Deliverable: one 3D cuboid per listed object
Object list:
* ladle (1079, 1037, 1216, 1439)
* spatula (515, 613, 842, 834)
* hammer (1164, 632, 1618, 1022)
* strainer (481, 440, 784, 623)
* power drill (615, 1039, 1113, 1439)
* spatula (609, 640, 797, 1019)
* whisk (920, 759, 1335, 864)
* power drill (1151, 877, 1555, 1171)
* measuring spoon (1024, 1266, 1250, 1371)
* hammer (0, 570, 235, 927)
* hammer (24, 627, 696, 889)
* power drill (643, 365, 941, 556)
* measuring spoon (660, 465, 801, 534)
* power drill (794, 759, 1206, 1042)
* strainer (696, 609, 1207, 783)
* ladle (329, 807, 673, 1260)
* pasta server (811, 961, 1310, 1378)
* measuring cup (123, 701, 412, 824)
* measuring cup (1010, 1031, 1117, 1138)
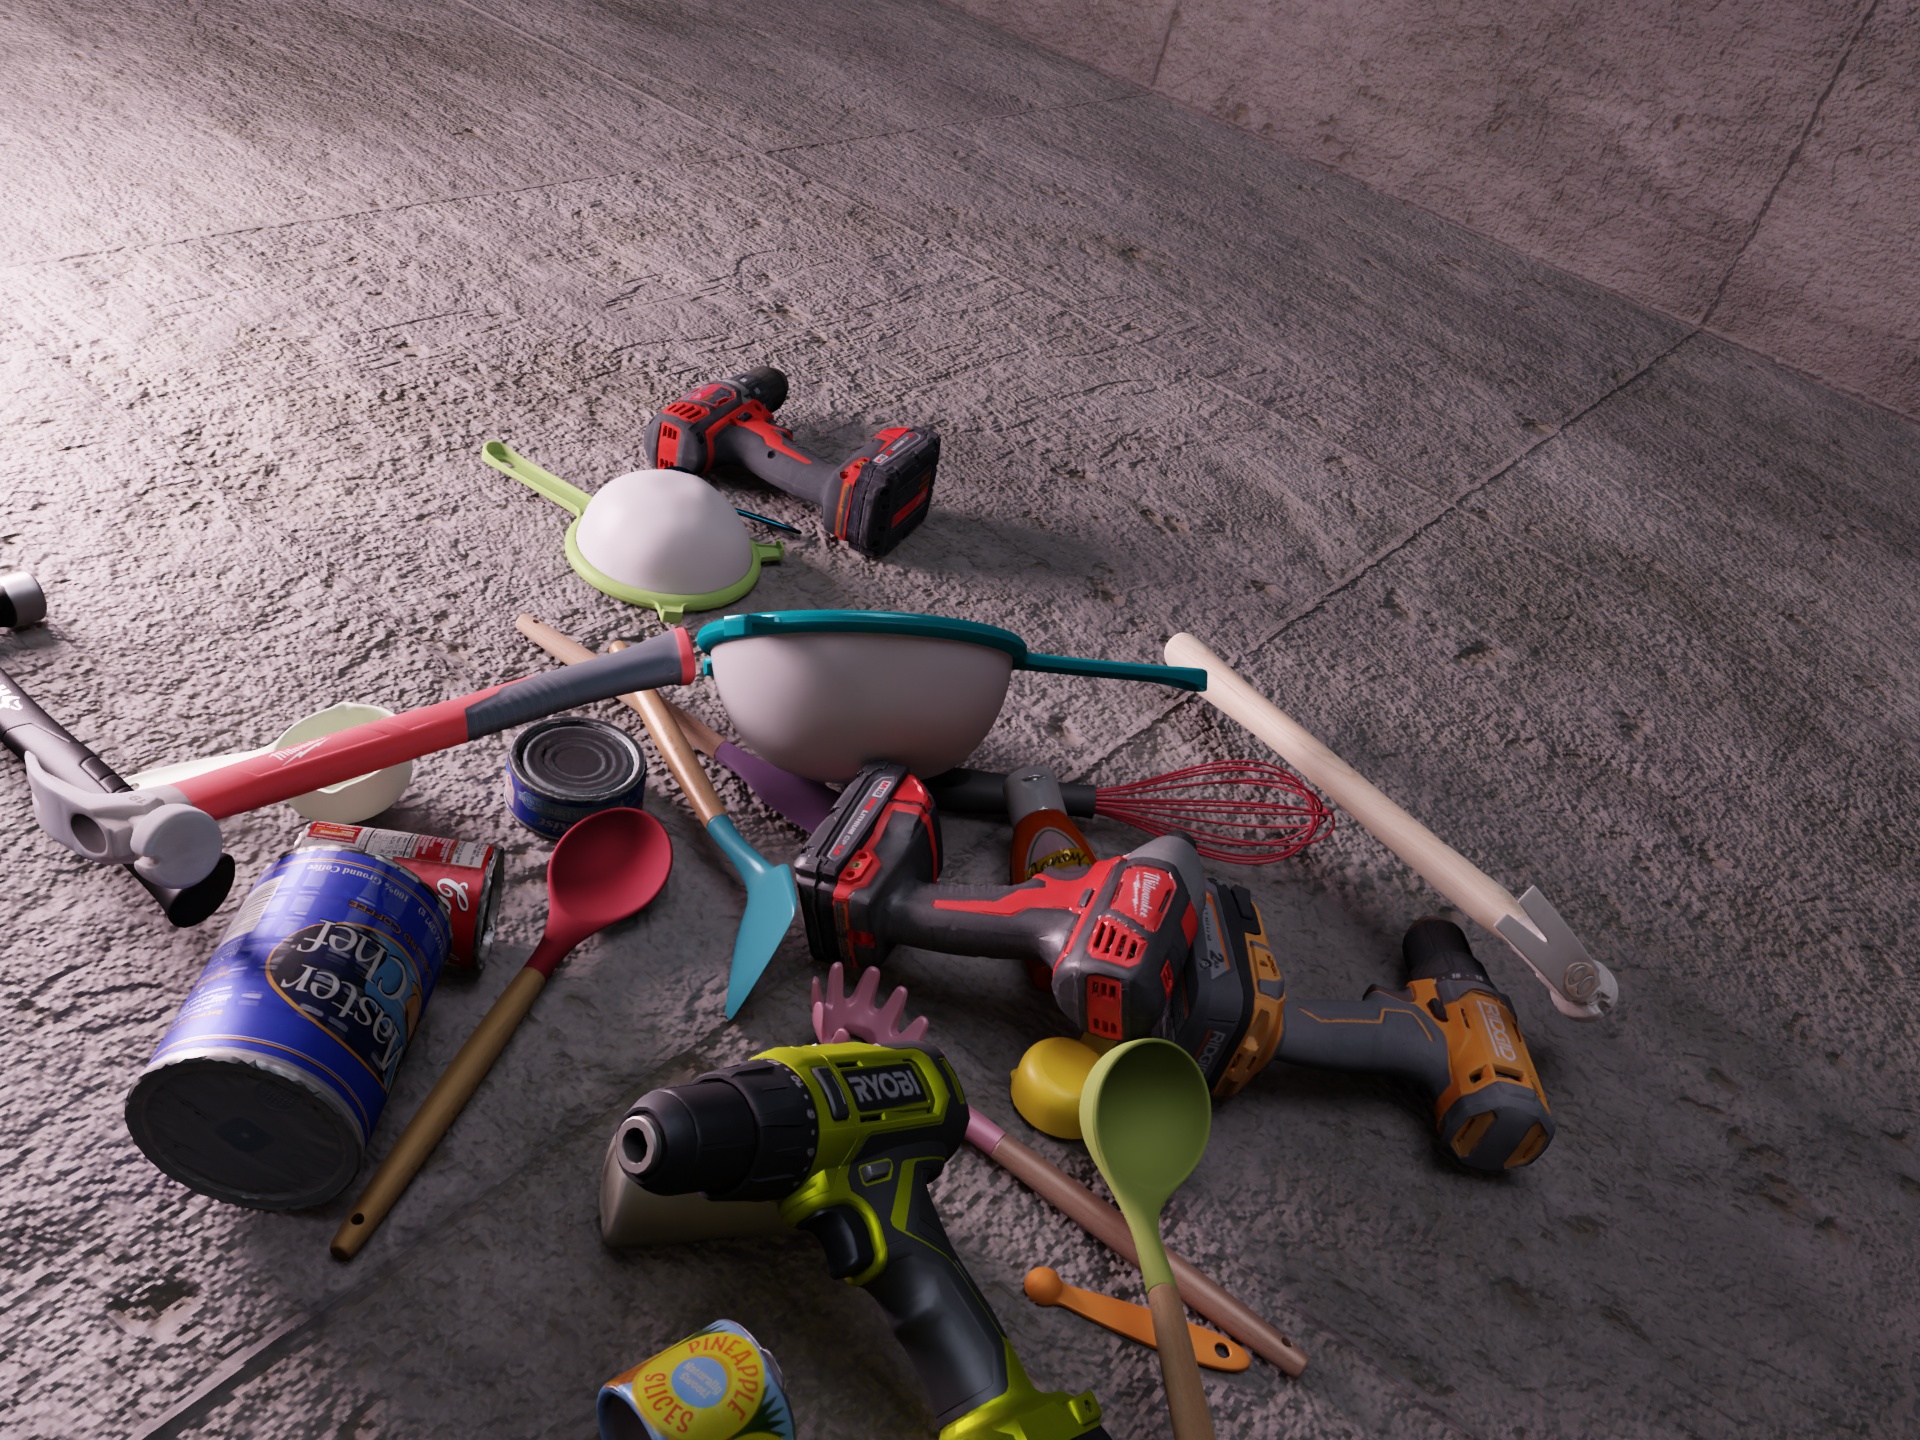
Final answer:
[{"bbox_3d":[0.105,0.276,0.721,0.078,0.062,0.320,32,27,-25],"label":"ladle"},{"bbox_3d":[-0.177,0.007,1.062,0.316,0.018,0.060,30,27,18],"label":"spatula"},{"bbox_3d":[0.259,0.043,1.068,0.146,0.038,0.411,40,5,-43],"label":"hammer"},{"bbox_3d":[-0.267,-0.176,1.230,0.256,0.069,0.151,29,37,15],"label":"strainer"},{"bbox_3d":[-0.037,0.240,0.659,0.190,0.080,0.229,11,44,-55],"label":"power drill"},{"bbox_3d":[-0.166,0.044,0.974,0.044,0.082,0.318,11,30,-42],"label":"spatula"},{"bbox_3d":[0.109,0.057,1.078,0.296,0.073,0.073,5,36,-4],"label":"whisk"},{"bbox_3d":[0.230,0.165,0.958,0.226,0.084,0.185,16,32,-7],"label":"power drill"},{"bbox_3d":[0.088,0.294,0.782,0.117,0.011,0.021,19,35,4],"label":"measuring spoon"},{"bbox_3d":[-0.517,0.016,0.888,0.335,0.035,0.146,32,38,27],"label":"hammer"},{"bbox_3d":[-0.307,0.001,0.899,0.143,0.038,0.386,15,23,33],"label":"hammer"},{"bbox_3d":[-0.133,-0.237,1.364,0.227,0.080,0.188,22,35,13],"label":"power drill"},{"bbox_3d":[-0.188,-0.182,1.299,0.128,0.021,0.042,19,2,-3],"label":"measuring spoon"},{"bbox_3d":[0.029,0.097,0.911,0.220,0.078,0.143,11,39,21],"label":"power drill"},{"bbox_3d":[-0.002,-0.003,1.031,0.340,0.095,0.211,4,-7,-13],"label":"strainer"},{"bbox_3d":[-0.236,0.152,0.836,0.069,0.031,0.316,17,37,6],"label":"ladle"},{"bbox_3d":[0.045,0.232,0.828,0.316,0.040,0.060,32,28,20],"label":"pasta server"},{"bbox_3d":[-0.404,0.036,0.928,0.167,0.038,0.083,-11,41,-8],"label":"measuring cup"},{"bbox_3d":[0.081,0.180,0.918,0.062,0.029,0.156,27,36,15],"label":"measuring cup"}]
